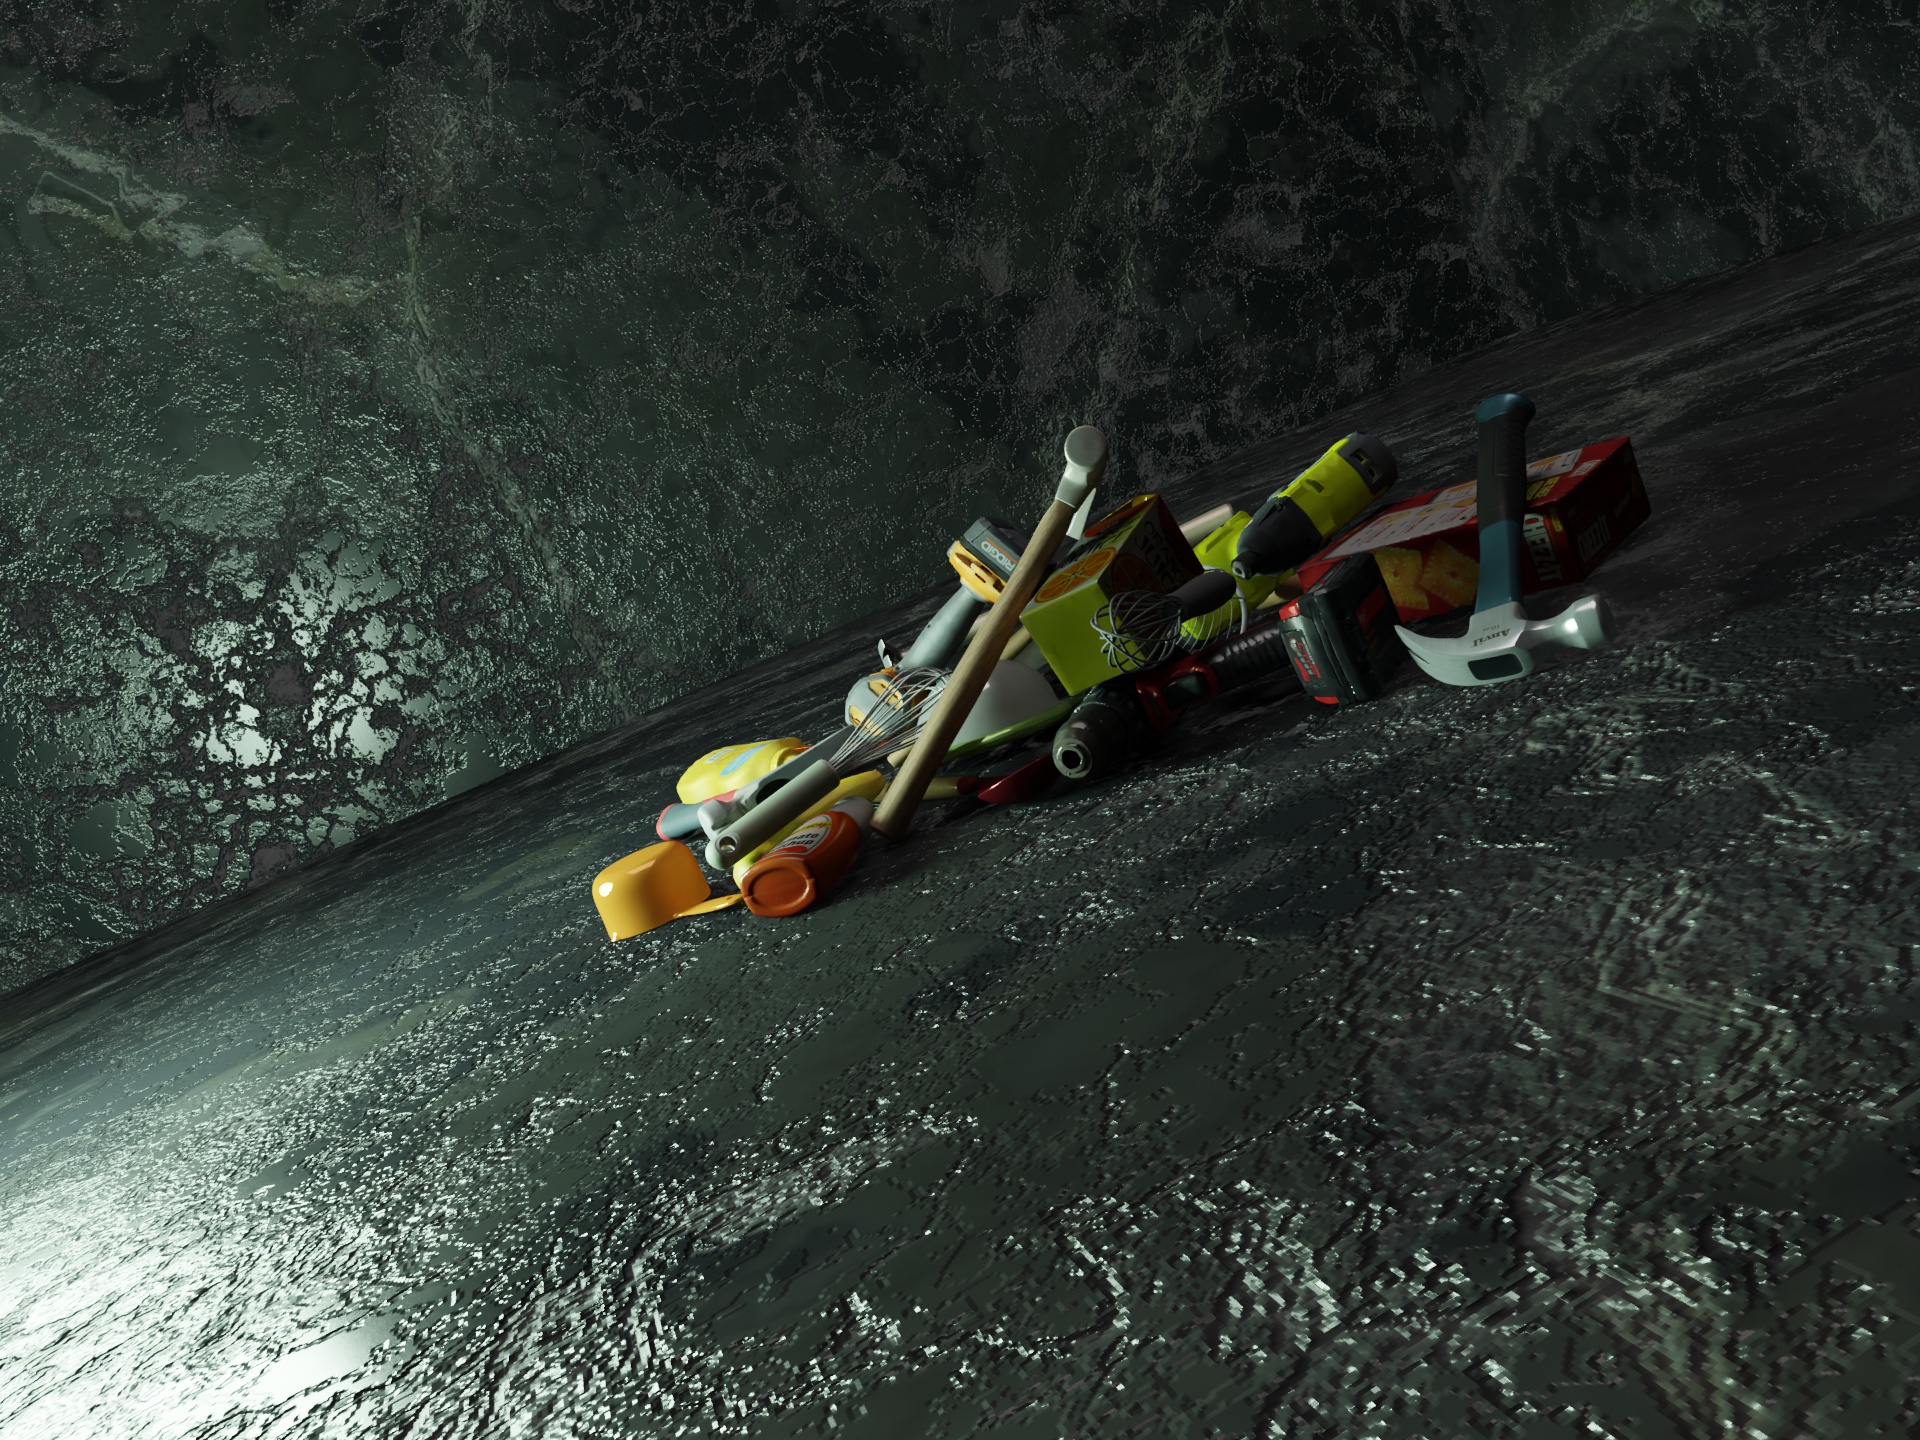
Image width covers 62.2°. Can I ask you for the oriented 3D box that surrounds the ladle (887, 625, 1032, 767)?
[{"bbox_3d":[0.059,-0.061,1.463,0.320,0.062,0.078,-43,19,9],"label":"ladle"}]

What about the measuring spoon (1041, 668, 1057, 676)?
[{"bbox_3d":[0.069,-0.030,1.580,0.117,0.011,0.021,-35,1,-42],"label":"measuring spoon"}]

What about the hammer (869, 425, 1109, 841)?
[{"bbox_3d":[0.023,-0.060,1.185,0.331,0.031,0.130,-61,-6,0],"label":"hammer"}]

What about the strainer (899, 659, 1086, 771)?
[{"bbox_3d":[-0.002,-0.004,1.329,0.151,0.069,0.256,-18,3,23],"label":"strainer"}]

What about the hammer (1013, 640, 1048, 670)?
[{"bbox_3d":[0.112,-0.087,1.641,0.146,0.035,0.335,-37,-3,29],"label":"hammer"}]

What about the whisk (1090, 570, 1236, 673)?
[{"bbox_3d":[0.150,-0.076,1.096,0.055,0.055,0.239,-17,5,30],"label":"whisk"}]

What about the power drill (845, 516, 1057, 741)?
[{"bbox_3d":[-0.008,-0.080,1.495,0.226,0.084,0.185,-51,-6,12],"label":"power drill"}]

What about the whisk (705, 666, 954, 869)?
[{"bbox_3d":[-0.094,0.035,1.213,0.246,0.058,0.059,-37,-14,-23],"label":"whisk"}]

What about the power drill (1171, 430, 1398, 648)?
[{"bbox_3d":[0.256,-0.146,1.359,0.171,0.080,0.223,-39,-1,-23],"label":"power drill"}]

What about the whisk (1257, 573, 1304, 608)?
[{"bbox_3d":[0.354,-0.134,1.418,0.047,0.051,0.245,14,-19,-33],"label":"whisk"}]

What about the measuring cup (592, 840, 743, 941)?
[{"bbox_3d":[-0.224,0.126,1.239,0.095,0.052,0.173,-30,10,-38],"label":"measuring cup"}]

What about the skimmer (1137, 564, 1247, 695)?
[{"bbox_3d":[0.163,-0.059,1.396,0.363,0.090,0.127,131,165,-85],"label":"skimmer"}]

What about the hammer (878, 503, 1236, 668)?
[{"bbox_3d":[0.106,-0.140,1.721,0.410,0.038,0.146,-24,-10,8],"label":"hammer"}]

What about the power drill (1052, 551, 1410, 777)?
[{"bbox_3d":[0.179,-0.028,1.102,0.227,0.080,0.188,-20,9,33],"label":"power drill"}]

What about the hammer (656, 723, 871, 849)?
[{"bbox_3d":[-0.196,0.069,1.401,0.143,0.038,0.386,-31,5,-21],"label":"hammer"}]

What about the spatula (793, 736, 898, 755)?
[{"bbox_3d":[-0.054,-0.006,1.631,0.081,0.041,0.322,-4,16,28],"label":"spatula"}]

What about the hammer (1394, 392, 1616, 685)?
[{"bbox_3d":[0.363,-0.132,1.063,0.128,0.033,0.331,-21,28,32],"label":"hammer"}]

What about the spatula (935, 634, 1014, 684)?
[{"bbox_3d":[0.067,-0.102,1.667,0.317,0.044,0.082,-36,-8,31],"label":"spatula"}]

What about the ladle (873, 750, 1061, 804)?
[{"bbox_3d":[-0.011,0.052,1.244,0.069,0.031,0.315,-24,7,-28],"label":"ladle"}]
